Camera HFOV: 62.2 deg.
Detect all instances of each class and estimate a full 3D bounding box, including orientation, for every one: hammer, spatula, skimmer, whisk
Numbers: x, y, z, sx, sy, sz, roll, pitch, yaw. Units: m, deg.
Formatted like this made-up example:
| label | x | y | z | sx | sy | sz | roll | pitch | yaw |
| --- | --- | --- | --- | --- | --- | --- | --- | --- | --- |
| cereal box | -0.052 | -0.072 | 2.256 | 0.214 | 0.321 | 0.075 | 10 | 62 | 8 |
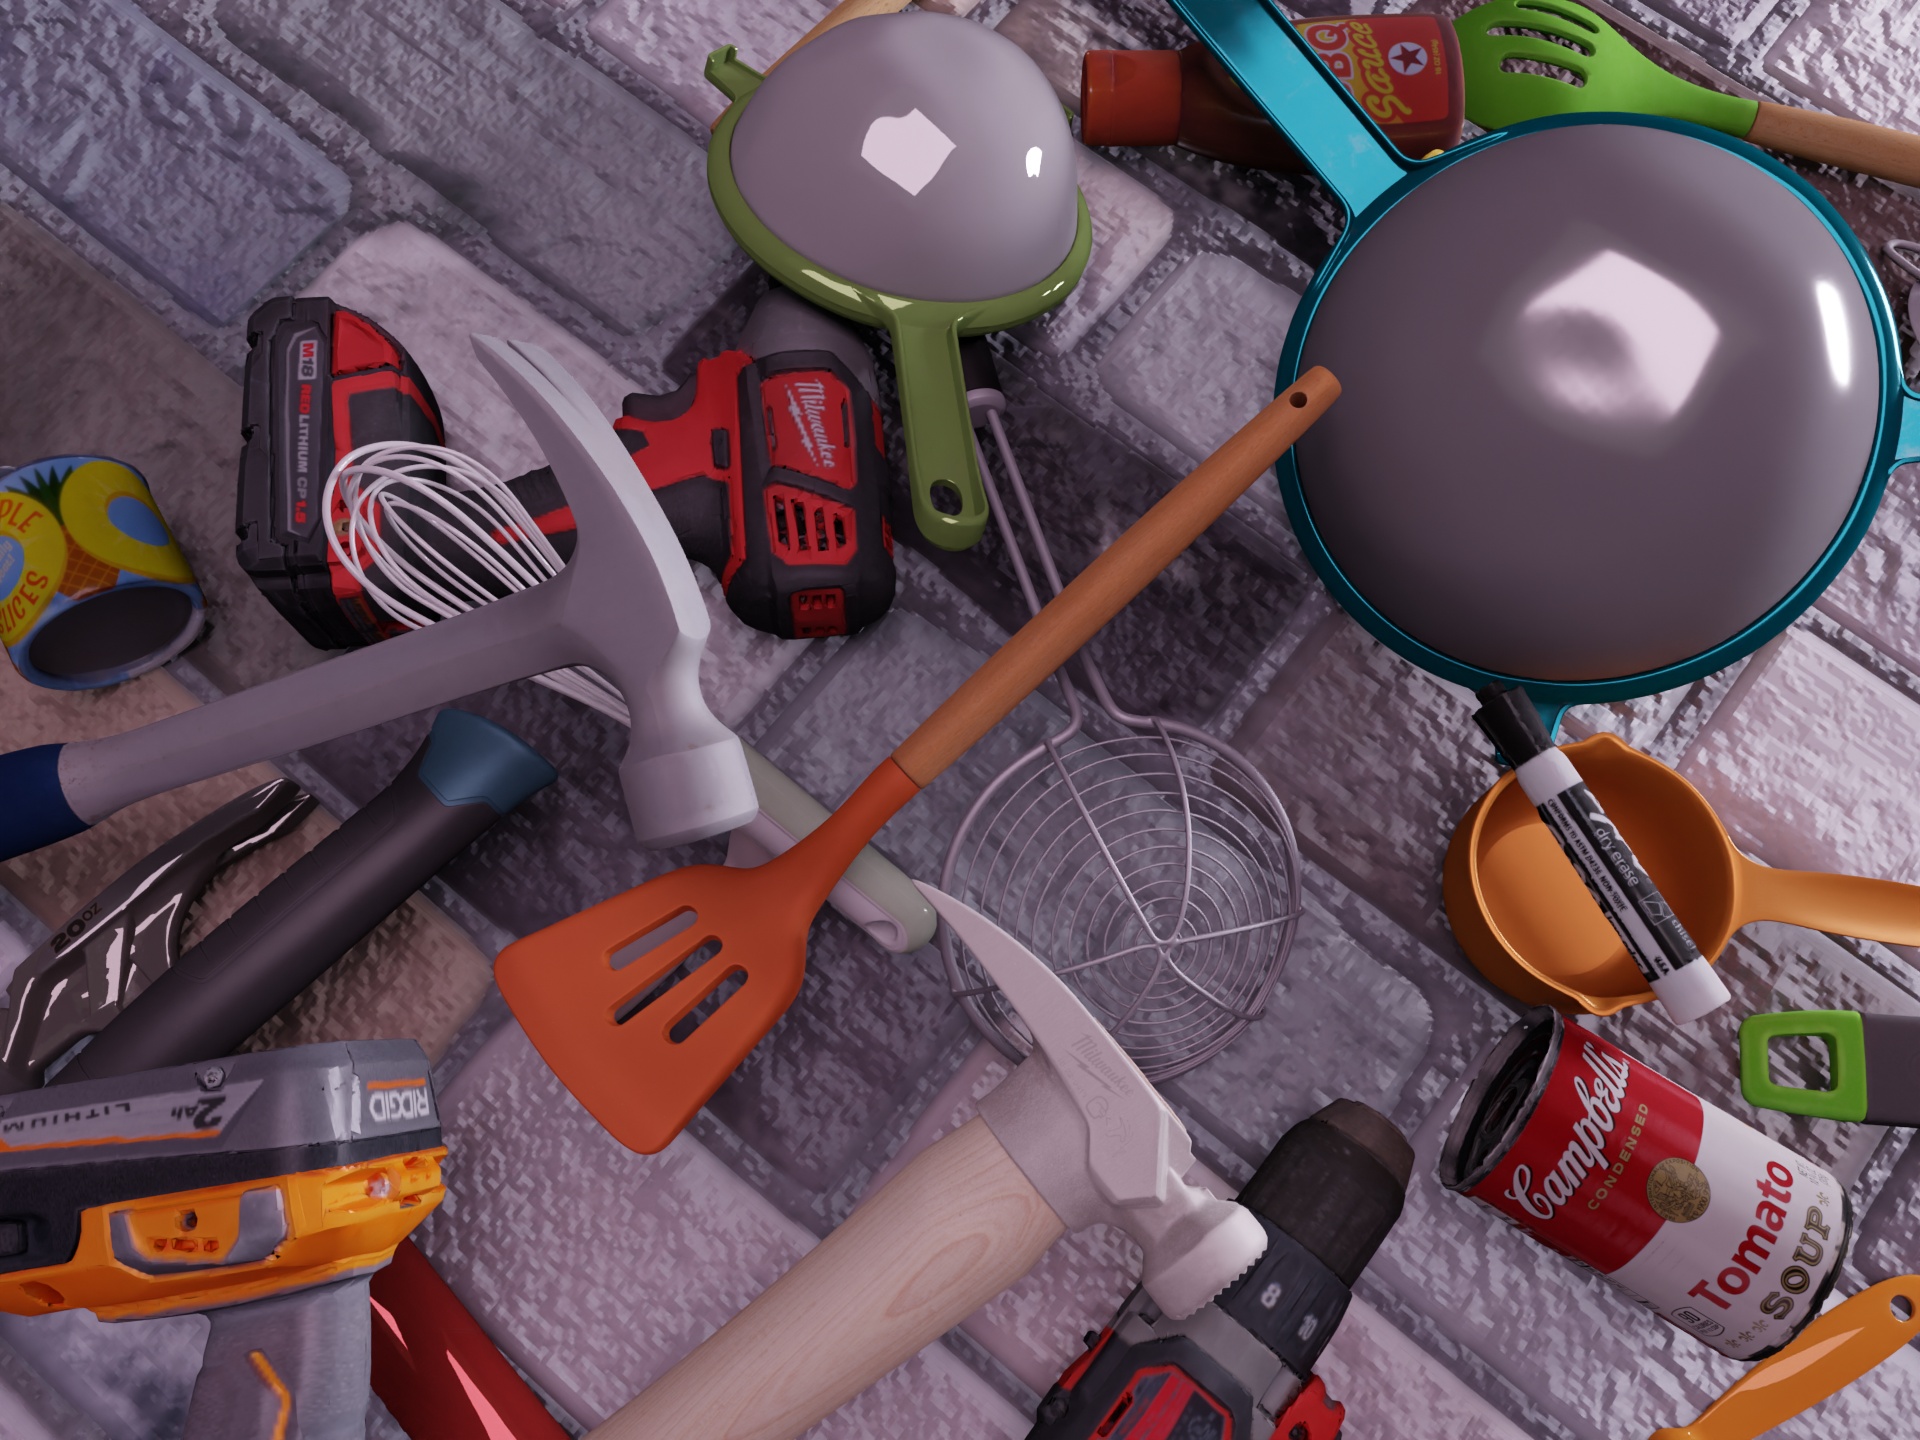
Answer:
| label | x | y | z | sx | sy | sz | roll | pitch | yaw |
| --- | --- | --- | --- | --- | --- | --- | --- | --- | --- |
| hammer | -0.169 | 0.188 | 0.507 | 0.149 | 0.036 | 0.359 | -42 | 77 | -12 |
| spatula | -0.001 | -0.002 | 0.497 | 0.322 | 0.041 | 0.081 | -43 | 73 | -2 |
| skimmer | 0.019 | -0.049 | 0.587 | 0.127 | 0.090 | 0.364 | -12 | 62 | -10 |
| hammer | -0.266 | 0.113 | 0.496 | 0.331 | 0.033 | 0.128 | -43 | 76 | -12 |
| hammer | -0.115 | 0.221 | 0.454 | 0.410 | 0.038 | 0.146 | -38 | 75 | -5 |
| whisk | -0.101 | -0.001 | 0.519 | 0.246 | 0.058 | 0.059 | 41 | 49 | -16 |
| hammer | -0.259 | 0.010 | 0.482 | 0.405 | 0.035 | 0.144 | -16 | 91 | 18 |

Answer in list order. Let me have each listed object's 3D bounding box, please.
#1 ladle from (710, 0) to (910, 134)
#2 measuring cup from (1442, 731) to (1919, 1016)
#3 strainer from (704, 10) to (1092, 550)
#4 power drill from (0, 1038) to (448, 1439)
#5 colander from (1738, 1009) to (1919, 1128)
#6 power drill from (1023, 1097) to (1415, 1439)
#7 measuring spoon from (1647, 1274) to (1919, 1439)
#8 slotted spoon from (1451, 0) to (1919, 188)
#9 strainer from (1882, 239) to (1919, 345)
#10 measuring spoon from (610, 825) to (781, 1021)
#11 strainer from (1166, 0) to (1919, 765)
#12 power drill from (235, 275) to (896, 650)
| label | x | y | z | sx | sy | sz | roll | pitch | yaw |
| --- | --- | --- | --- | --- | --- | --- | --- | --- | --- |
| ladle | 0.010 | -0.348 | 0.684 | 0.069 | 0.031 | 0.315 | 42 | 79 | 15 |
| measuring cup | 0.251 | 0.062 | 0.541 | 0.173 | 0.052 | 0.095 | 8 | 72 | 0 |
| strainer | -0.010 | -0.175 | 0.559 | 0.151 | 0.069 | 0.257 | 3 | 53 | -15 |
| power drill | -0.205 | 0.207 | 0.409 | 0.164 | 0.084 | 0.227 | -10 | 78 | 3 |
| colander | 0.465 | 0.129 | 0.510 | 0.397 | 0.094 | 0.205 | 1 | 72 | 19 |
| power drill | 0.137 | 0.245 | 0.471 | 0.227 | 0.080 | 0.188 | 37 | 76 | 14 |
| measuring spoon | 0.270 | 0.212 | 0.512 | 0.117 | 0.011 | 0.021 | -29 | 75 | -9 |
| slotted spoon | 0.349 | -0.241 | 0.651 | 0.314 | 0.031 | 0.070 | 16 | 73 | 3 |
| strainer | 0.443 | -0.092 | 0.598 | 0.087 | 0.050 | 0.258 | -24 | 77 | -22 |
| measuring spoon | -0.098 | 0.071 | 0.553 | 0.124 | 0.018 | 0.034 | -42 | 77 | -12 |
| strainer | 0.169 | -0.160 | 0.541 | 0.211 | 0.095 | 0.340 | -39 | 82 | 14 |
| power drill | -0.136 | -0.098 | 0.580 | 0.219 | 0.078 | 0.143 | -3 | 73 | -4 |
